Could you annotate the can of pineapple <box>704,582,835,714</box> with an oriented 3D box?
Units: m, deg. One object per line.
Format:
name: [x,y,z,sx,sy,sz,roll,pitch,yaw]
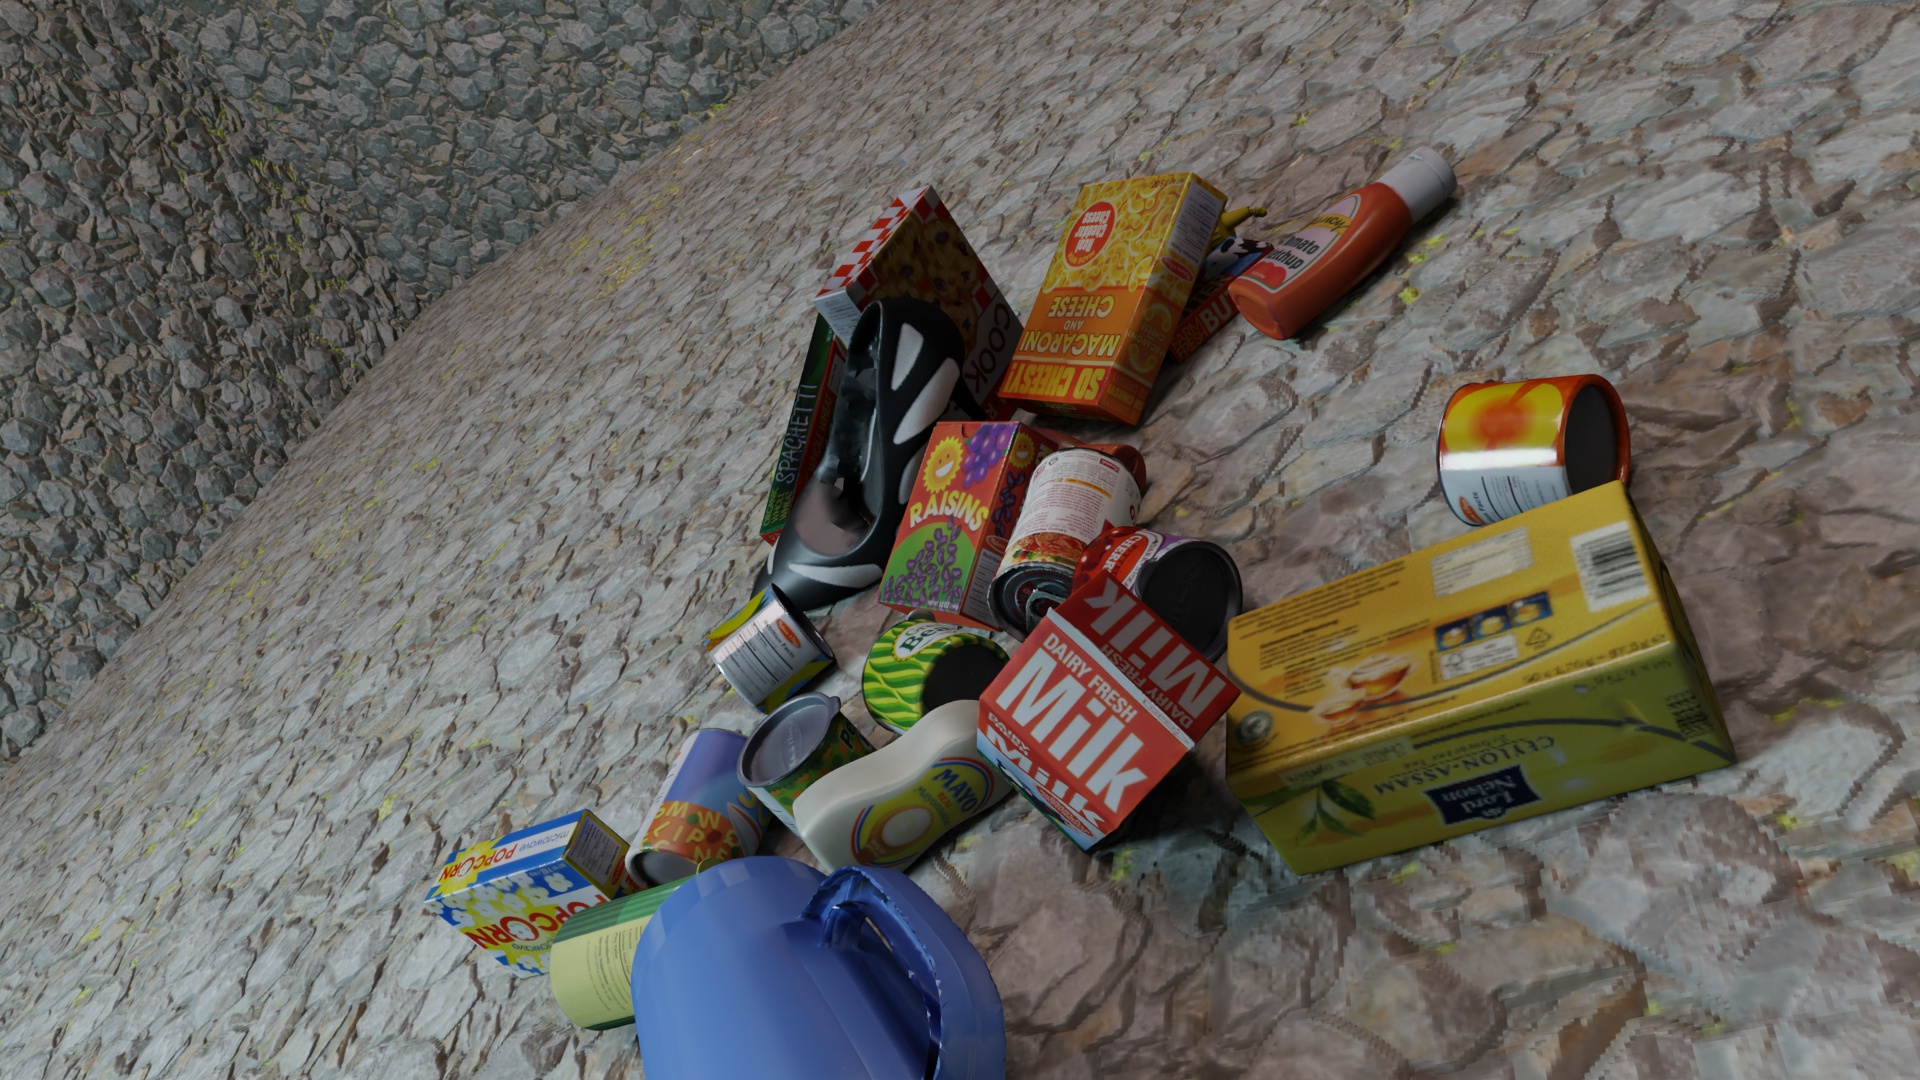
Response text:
can of pineapple: [-0.124,0.071,0.906,0.058,0.071,0.071,-40,27,-1]

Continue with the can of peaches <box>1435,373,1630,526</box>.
can of peaches: [0.254,-0.041,0.614,0.058,0.071,0.071,1,47,50]

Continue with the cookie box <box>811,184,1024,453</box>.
cookie box: [-0.018,-0.149,0.998,0.040,0.167,0.123,-5,42,43]

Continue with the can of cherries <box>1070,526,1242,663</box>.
can of cherries: [0.097,0.026,0.699,0.072,0.071,0.058,-47,28,-15]

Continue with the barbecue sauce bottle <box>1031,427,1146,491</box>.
barbecue sauce bottle: [0.053,-0.043,0.886,0.148,0.043,0.065,4,55,52]

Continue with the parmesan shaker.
parmesan shaker: [-0.157,0.211,0.727,0.103,0.071,0.072,-23,31,29]

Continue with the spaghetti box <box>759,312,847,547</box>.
spaghetti box: [-0.110,-0.087,1.096,0.028,0.050,0.251,-18,44,28]

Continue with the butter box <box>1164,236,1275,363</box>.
butter box: [0.168,-0.165,0.953,0.103,0.024,0.053,-42,27,-7]

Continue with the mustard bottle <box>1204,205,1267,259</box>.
mustard bottle: [0.149,-0.212,1.018,0.160,0.048,0.066,-22,37,30]

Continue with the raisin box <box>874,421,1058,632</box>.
raisin box: [0.003,-0.011,0.854,0.086,0.040,0.123,4,72,52]

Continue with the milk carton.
milk carton: [0.056,0.072,0.569,0.073,0.072,0.190,-45,-12,-12]

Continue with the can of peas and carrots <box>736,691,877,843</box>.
can of peas and carrots: [-0.079,0.126,0.774,0.071,0.058,0.071,-29,29,18]

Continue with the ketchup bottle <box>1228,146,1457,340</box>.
ketchup bottle: [0.243,-0.188,0.875,0.149,0.043,0.065,-38,27,0]

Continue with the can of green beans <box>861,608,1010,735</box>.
can of green beans: [-0.011,0.079,0.755,0.071,0.071,0.058,-49,29,-19]

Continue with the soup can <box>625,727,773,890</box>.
soup can: [-0.141,0.161,0.793,0.071,0.071,0.084,-18,35,35]

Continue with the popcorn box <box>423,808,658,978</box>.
popcorn box: [-0.238,0.209,0.813,0.126,0.085,0.038,-21,33,30]

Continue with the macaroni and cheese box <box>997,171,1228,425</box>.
macaroni and cheese box: [0.102,-0.164,0.948,0.124,0.040,0.166,15,82,58]

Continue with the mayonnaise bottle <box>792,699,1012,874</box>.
mayonnaise bottle: [-0.008,0.117,0.703,0.148,0.064,0.041,-34,31,2]
